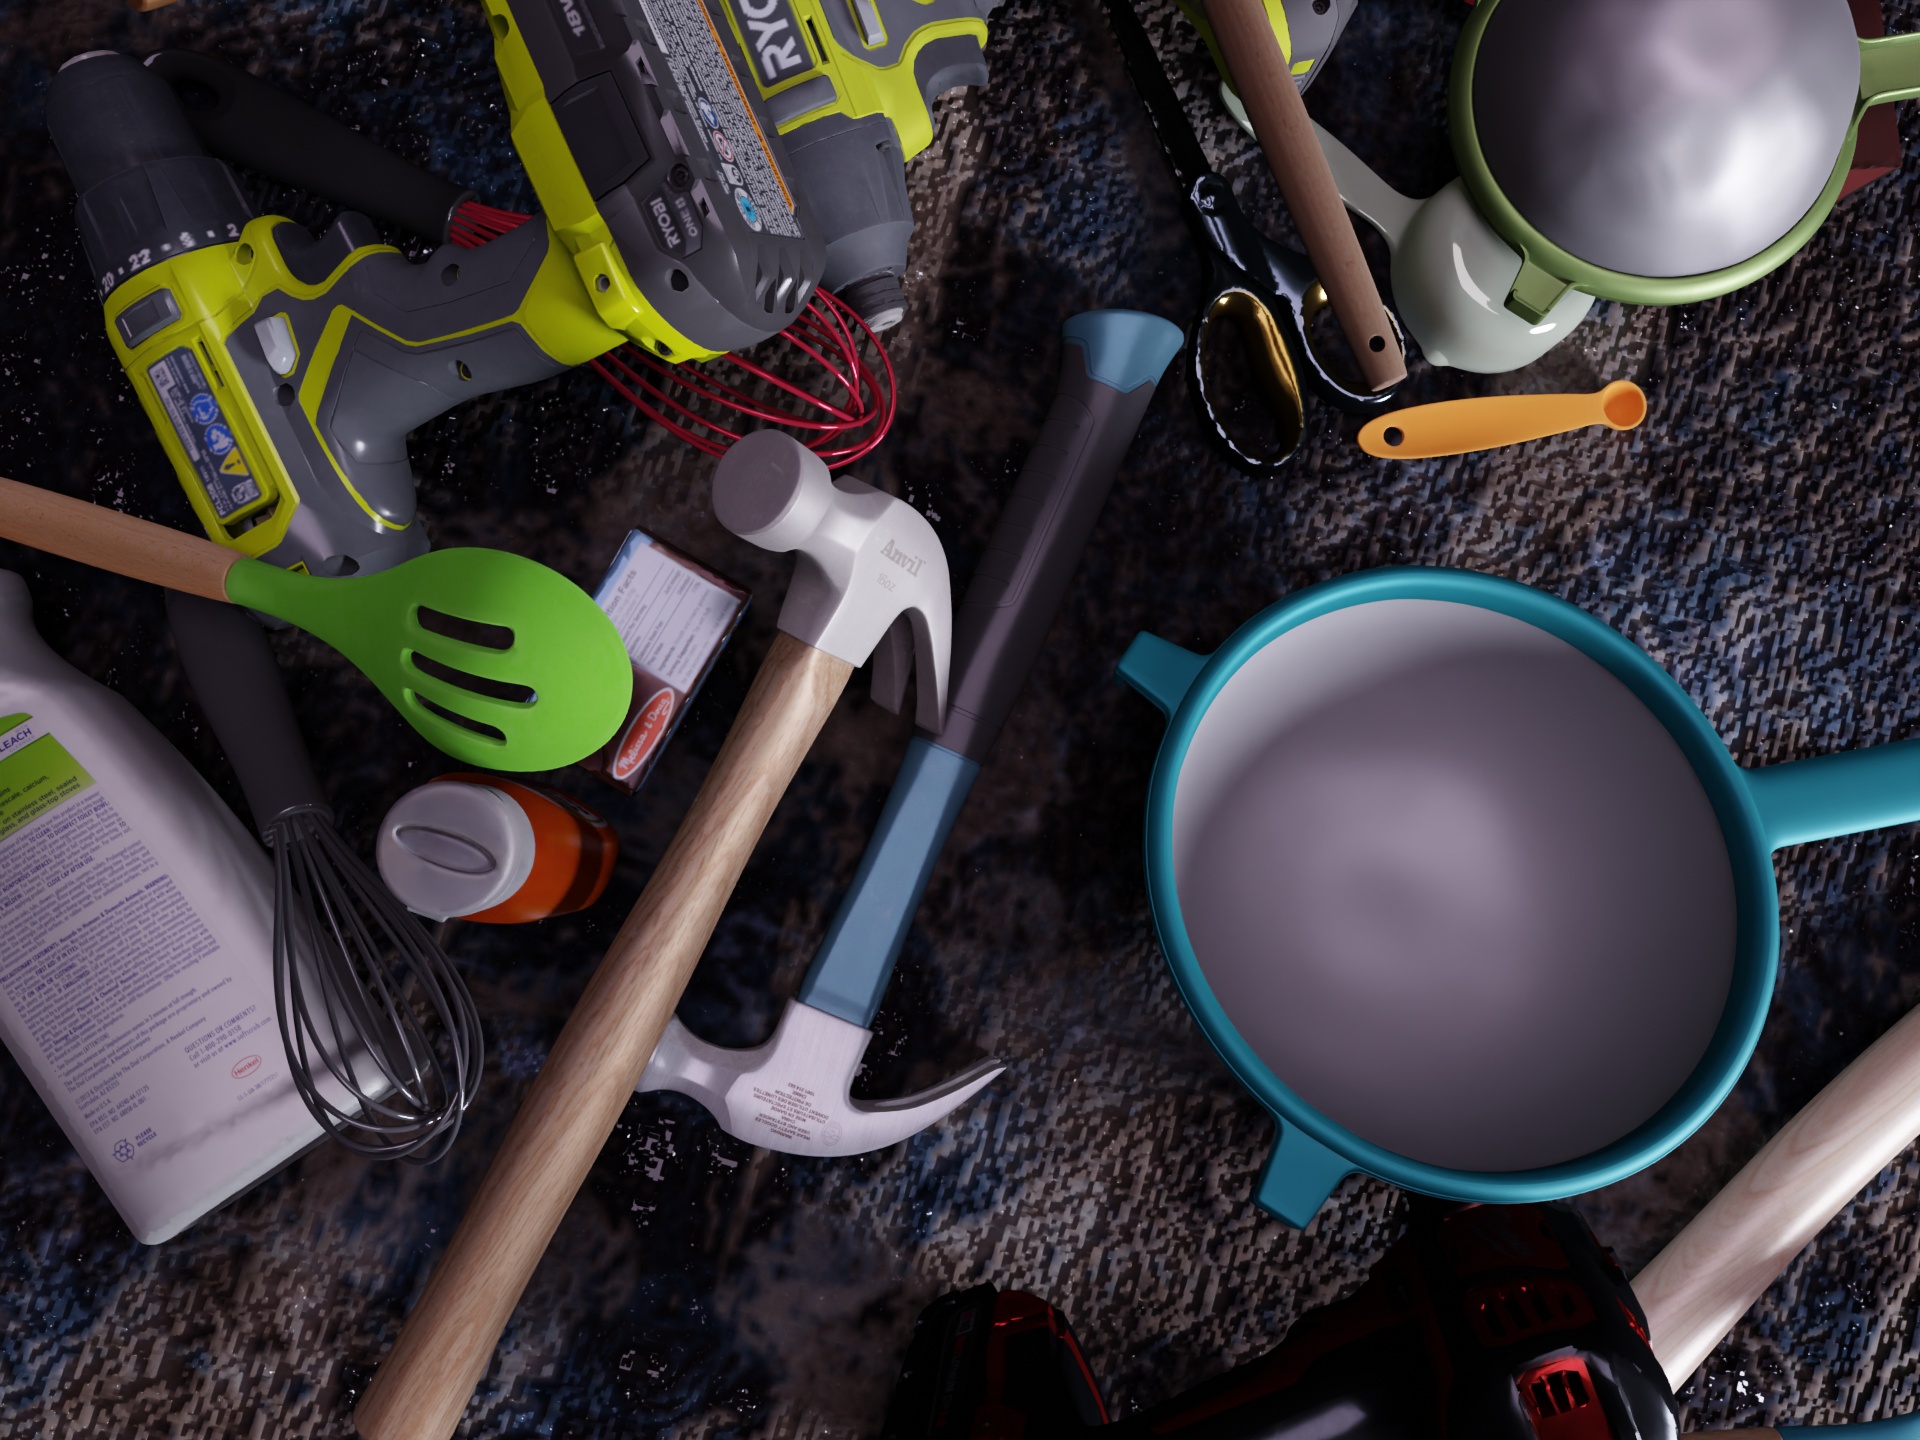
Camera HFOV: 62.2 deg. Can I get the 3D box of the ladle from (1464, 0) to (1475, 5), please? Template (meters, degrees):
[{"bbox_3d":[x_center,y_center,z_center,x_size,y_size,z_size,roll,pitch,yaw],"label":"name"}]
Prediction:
[{"bbox_3d":[0.095,-0.330,0.618,0.315,0.031,0.069,7,85,-5],"label":"ladle"}]

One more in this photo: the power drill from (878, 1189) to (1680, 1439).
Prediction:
[{"bbox_3d":[0.099,0.205,0.517,0.226,0.188,0.080,-21,94,10],"label":"power drill"}]

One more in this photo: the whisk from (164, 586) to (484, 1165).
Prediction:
[{"bbox_3d":[-0.210,0.034,0.504,0.055,0.055,0.239,-30,63,-9],"label":"whisk"}]

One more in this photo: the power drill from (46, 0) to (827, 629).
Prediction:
[{"bbox_3d":[-0.176,-0.155,0.498,0.228,0.080,0.190,-22,95,21],"label":"power drill"}]

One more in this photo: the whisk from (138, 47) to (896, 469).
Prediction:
[{"bbox_3d":[-0.158,-0.166,0.558,0.296,0.073,0.073,26,83,2],"label":"whisk"}]

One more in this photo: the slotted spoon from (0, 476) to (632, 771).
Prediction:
[{"bbox_3d":[-0.247,-0.048,0.500,0.314,0.031,0.070,17,114,16],"label":"slotted spoon"}]

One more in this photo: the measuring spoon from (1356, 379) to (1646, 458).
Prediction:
[{"bbox_3d":[0.211,-0.116,0.623,0.117,0.011,0.021,-8,88,-4],"label":"measuring spoon"}]

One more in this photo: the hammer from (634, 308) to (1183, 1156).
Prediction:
[{"bbox_3d":[-0.001,-0.002,0.573,0.128,0.033,0.331,24,83,-4],"label":"hammer"}]

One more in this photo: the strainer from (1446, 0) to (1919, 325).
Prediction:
[{"bbox_3d":[0.307,-0.237,0.559,0.256,0.069,0.151,-8,85,2],"label":"strainer"}]

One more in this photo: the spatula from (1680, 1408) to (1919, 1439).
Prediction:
[{"bbox_3d":[0.253,0.255,0.552,0.317,0.044,0.082,-5,84,-2],"label":"spatula"}]

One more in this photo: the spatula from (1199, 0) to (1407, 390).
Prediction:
[{"bbox_3d":[0.081,-0.256,0.519,0.060,0.018,0.316,-22,91,7],"label":"spatula"}]

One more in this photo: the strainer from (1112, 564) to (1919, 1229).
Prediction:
[{"bbox_3d":[0.220,0.050,0.563,0.340,0.095,0.211,-9,71,-11],"label":"strainer"}]

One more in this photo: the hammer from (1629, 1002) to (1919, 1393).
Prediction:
[{"bbox_3d":[0.296,0.177,0.594,0.410,0.038,0.146,-39,89,-9],"label":"hammer"}]

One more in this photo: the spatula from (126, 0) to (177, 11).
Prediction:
[{"bbox_3d":[-0.147,-0.310,0.540,0.081,0.041,0.323,43,54,-2],"label":"spatula"}]

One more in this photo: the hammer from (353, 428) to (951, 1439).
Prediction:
[{"bbox_3d":[-0.097,0.079,0.496,0.031,0.130,0.331,30,93,30],"label":"hammer"}]

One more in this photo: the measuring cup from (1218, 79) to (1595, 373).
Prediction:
[{"bbox_3d":[0.172,-0.201,0.608,0.167,0.038,0.083,34,82,-5],"label":"measuring cup"}]

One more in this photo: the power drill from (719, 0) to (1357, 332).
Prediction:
[{"bbox_3d":[0.018,-0.253,0.569,0.223,0.080,0.171,-22,92,1],"label":"power drill"}]
